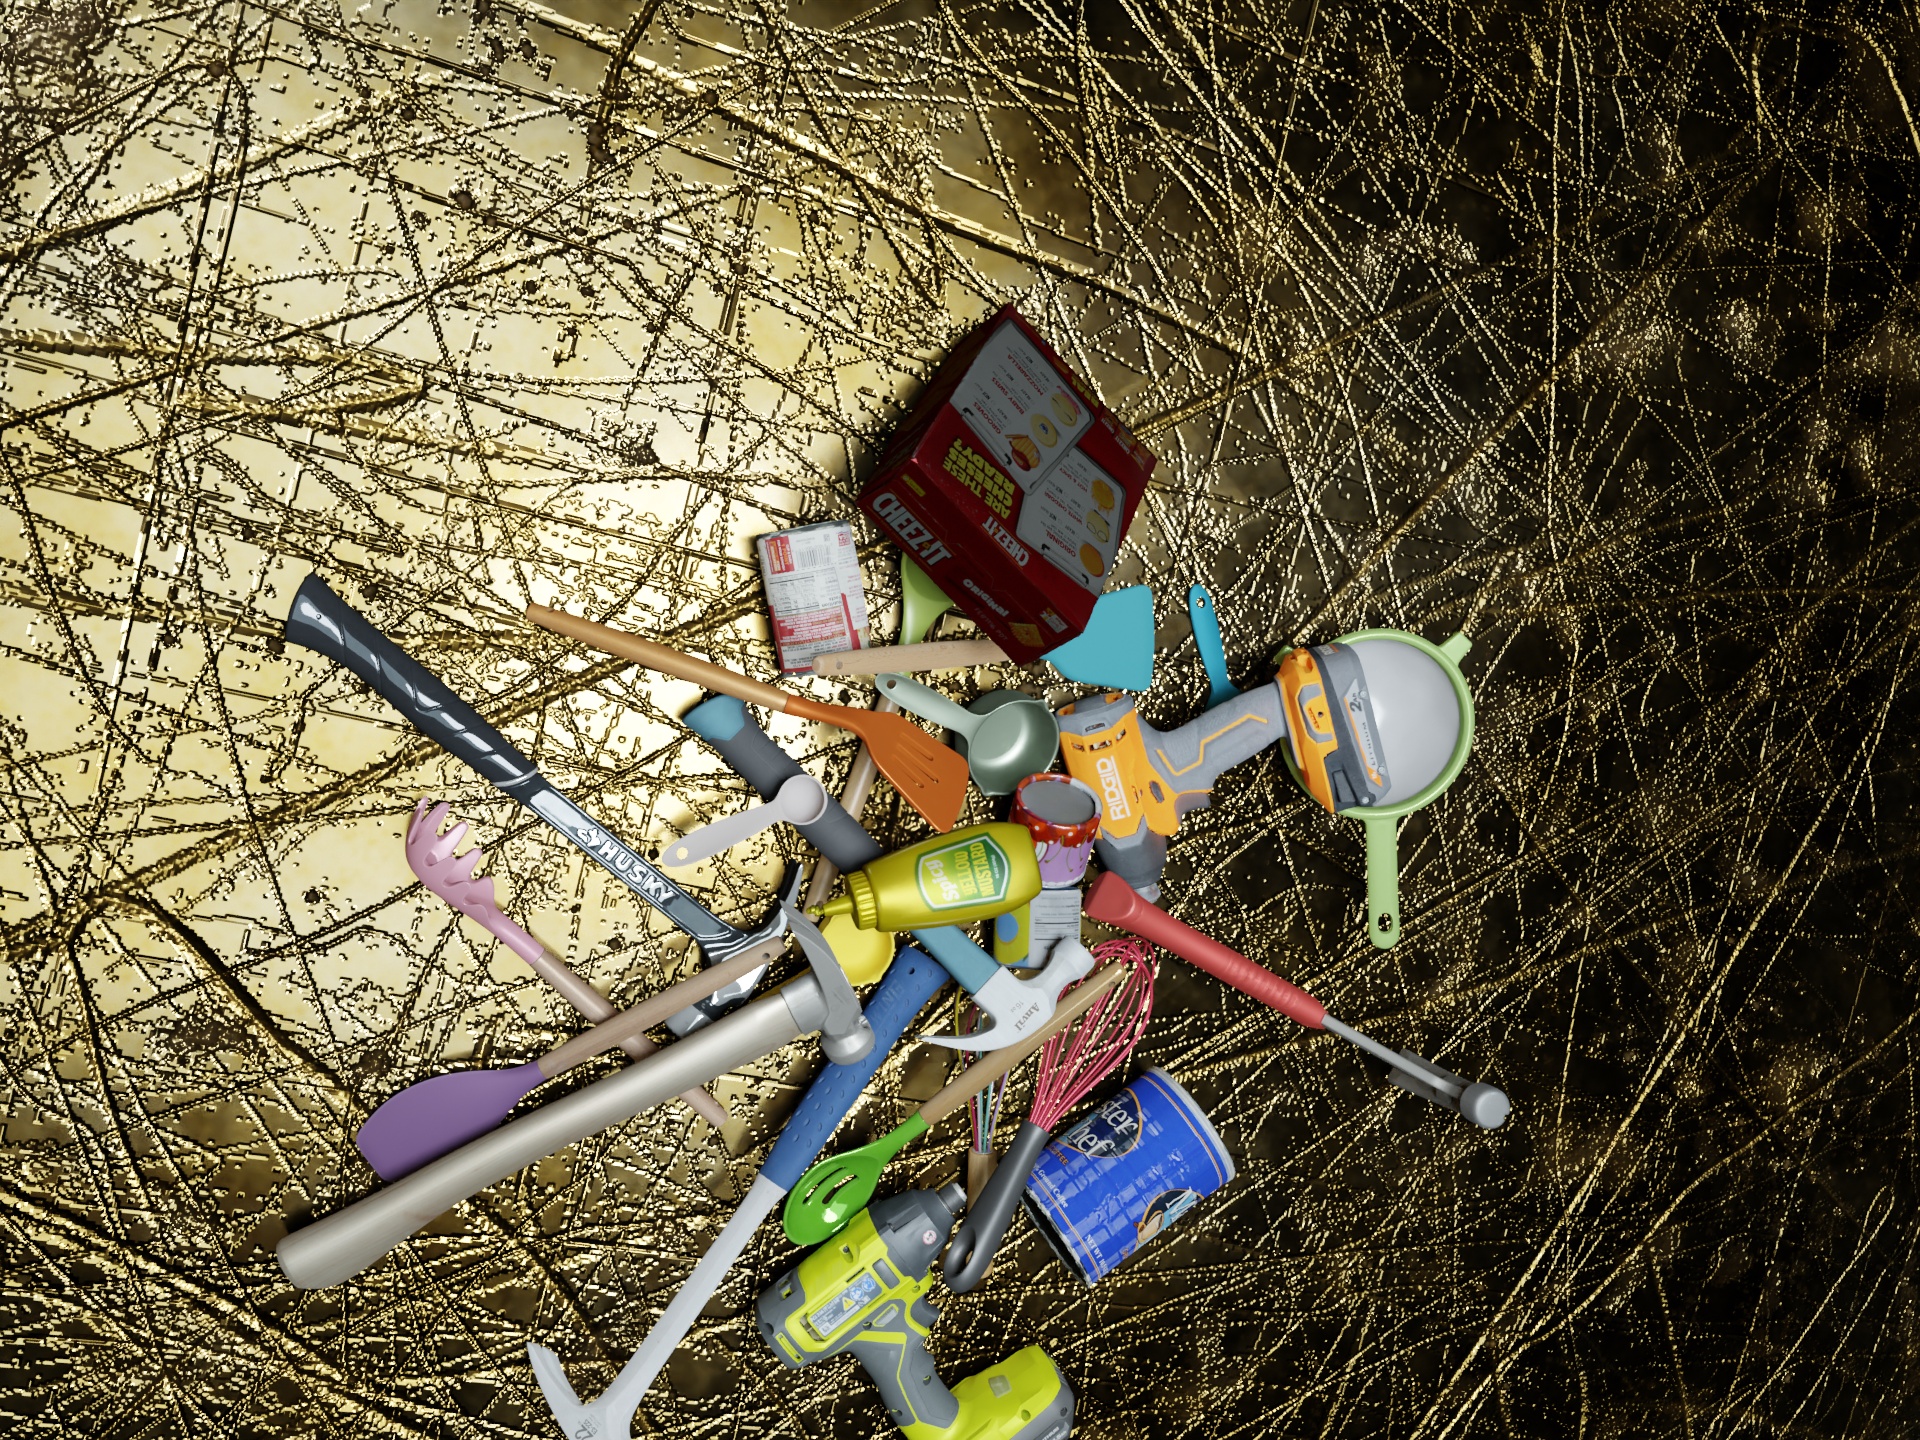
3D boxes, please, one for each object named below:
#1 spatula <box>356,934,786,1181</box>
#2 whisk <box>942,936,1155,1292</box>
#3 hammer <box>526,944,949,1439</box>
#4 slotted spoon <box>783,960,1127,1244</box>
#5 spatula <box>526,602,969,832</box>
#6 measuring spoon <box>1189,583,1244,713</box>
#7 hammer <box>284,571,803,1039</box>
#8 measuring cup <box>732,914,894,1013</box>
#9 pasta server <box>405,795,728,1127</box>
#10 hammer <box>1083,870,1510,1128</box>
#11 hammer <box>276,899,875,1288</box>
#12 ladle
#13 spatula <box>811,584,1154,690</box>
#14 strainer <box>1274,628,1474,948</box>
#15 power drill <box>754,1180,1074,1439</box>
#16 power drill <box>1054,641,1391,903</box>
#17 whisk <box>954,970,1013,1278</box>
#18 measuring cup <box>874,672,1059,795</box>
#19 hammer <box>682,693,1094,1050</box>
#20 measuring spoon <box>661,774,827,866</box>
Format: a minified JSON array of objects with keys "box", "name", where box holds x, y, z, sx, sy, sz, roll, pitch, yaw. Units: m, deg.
[{"box":[-0.263,0.223,1.082,0.316,0.018,0.059,-27,111,-3],"name":"spatula"},{"box":[0.065,0.284,1.173,0.073,0.073,0.296,39,68,-18],"name":"whisk"},{"box":[-0.144,0.333,1.126,0.405,0.144,0.035,-54,148,-16],"name":"hammer"},{"box":[-0.005,0.275,1.160,0.314,0.031,0.070,-38,129,3],"name":"slotted spoon"},{"box":[-0.144,-0.013,1.088,0.322,0.081,0.041,20,129,-1],"name":"spatula"},{"box":[0.203,-0.045,1.244,0.042,0.021,0.128,-20,102,-16],"name":"measuring spoon"},{"box":[-0.283,0.047,1.079,0.408,0.036,0.149,43,79,-17],"name":"hammer"},{"box":[-0.120,0.189,1.157,0.156,0.029,0.062,-33,107,-5],"name":"measuring cup"},{"box":[-0.267,0.175,1.095,0.040,0.060,0.316,-40,110,6],"name":"pasta server"},{"box":[0.247,0.212,1.226,0.359,0.149,0.037,30,84,-15],"name":"hammer"},{"box":[-0.263,0.261,1.066,0.410,0.038,0.146,-26,131,-7],"name":"hammer"},{"box":[-0.049,-0.002,1.147,0.078,0.062,0.320,20,91,-33],"name":"ladle"},{"box":[0.024,-0.051,1.137,0.317,0.044,0.082,-8,101,-45],"name":"spatula"},{"box":[0.327,0.051,1.268,0.151,0.069,0.256,-5,100,1],"name":"strainer"},{"box":[-0.021,0.460,1.176,0.171,0.080,0.223,-37,105,-6],"name":"power drill"},{"box":[0.198,0.041,1.194,0.226,0.084,0.164,-15,101,7],"name":"power drill"},{"box":[0.021,0.305,1.203,0.047,0.051,0.245,-2,98,-24],"name":"whisk"},{"box":[-0.002,-0.004,1.151,0.167,0.038,0.083,27,98,-33],"name":"measuring cup"},{"box":[-0.063,0.102,1.119,0.331,0.033,0.128,45,77,-3],"name":"hammer"},{"box":[-0.147,0.073,1.089,0.124,0.018,0.034,-24,78,6],"name":"measuring spoon"}]
